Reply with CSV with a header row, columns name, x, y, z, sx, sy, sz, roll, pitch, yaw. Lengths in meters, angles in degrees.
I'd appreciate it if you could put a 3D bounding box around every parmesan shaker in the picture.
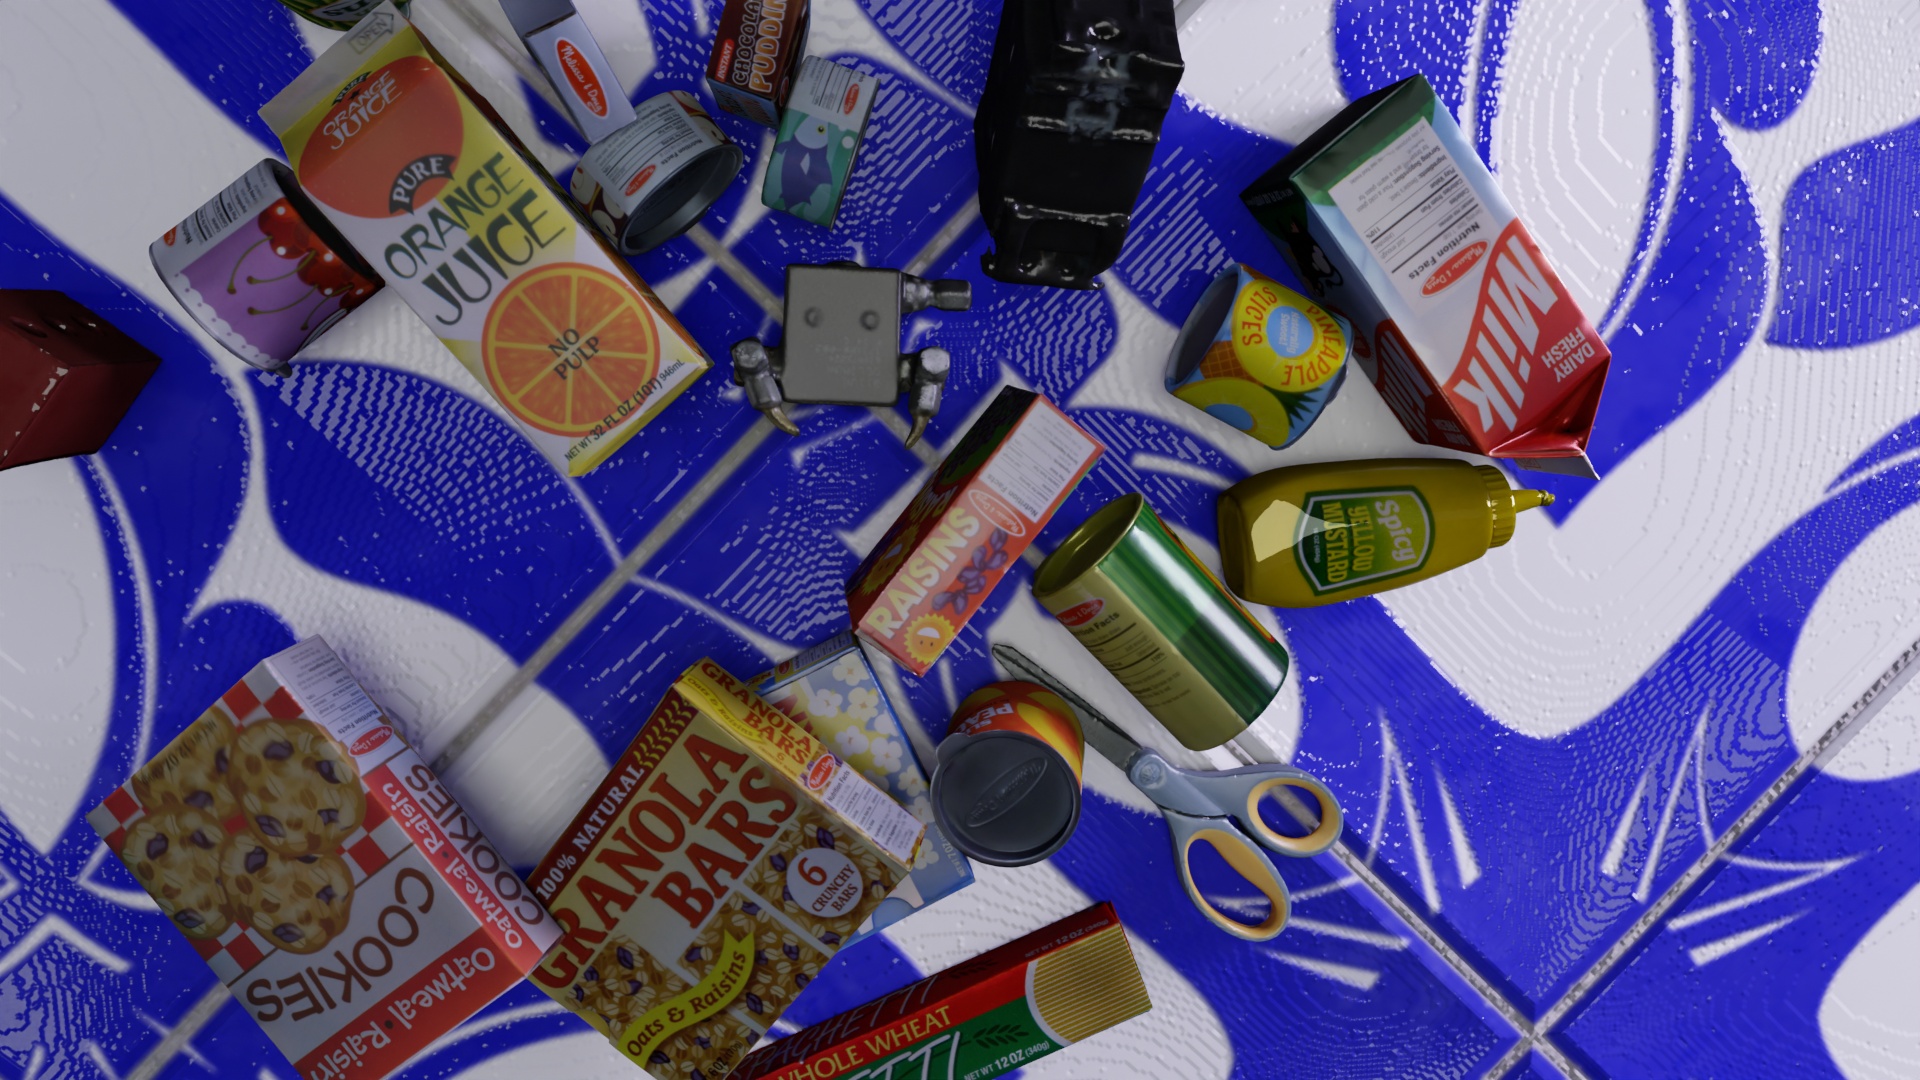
name,x,y,z,sx,sy,sz,roll,pitch,yaw
parmesan shaker,0.090,0.038,0.631,0.071,0.071,0.103,-45,101,1

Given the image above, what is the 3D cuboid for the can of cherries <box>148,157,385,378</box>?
name,x,y,z,sx,sy,sz,roll,pitch,yaw
can of cherries,-0.279,-0.110,0.567,0.058,0.071,0.071,-38,101,-1

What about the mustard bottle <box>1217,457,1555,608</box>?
name,x,y,z,sx,sy,sz,roll,pitch,yaw
mustard bottle,0.202,-0.010,0.644,0.160,0.049,0.065,-10,102,-5

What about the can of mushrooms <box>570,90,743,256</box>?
name,x,y,z,sx,sy,sz,roll,pitch,yaw
can of mushrooms,-0.126,-0.151,0.577,0.071,0.071,0.033,-42,90,1

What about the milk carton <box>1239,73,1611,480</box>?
name,x,y,z,sx,sy,sz,roll,pitch,yaw
milk carton,0.216,-0.104,0.621,0.073,0.072,0.190,-39,99,0

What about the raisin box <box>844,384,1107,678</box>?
name,x,y,z,sx,sy,sz,roll,pitch,yaw
raisin box,0.002,-0.008,0.602,0.040,0.086,0.123,38,92,-12

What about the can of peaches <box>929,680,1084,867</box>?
name,x,y,z,sx,sy,sz,roll,pitch,yaw
can of peaches,0.021,0.102,0.627,0.071,0.058,0.071,2,107,7

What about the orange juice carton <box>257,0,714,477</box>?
name,x,y,z,sx,sy,sz,roll,pitch,yaw
orange juice carton,-0.193,-0.122,0.570,0.072,0.073,0.192,-41,100,1

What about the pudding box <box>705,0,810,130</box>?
name,x,y,z,sx,sy,sz,roll,pitch,yaw
pudding box,-0.081,-0.200,0.566,0.030,0.084,0.049,17,97,-8

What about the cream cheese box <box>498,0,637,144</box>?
name,x,y,z,sx,sy,sz,roll,pitch,yaw
cream cheese box,-0.163,-0.206,0.543,0.024,0.053,0.104,-29,56,-4

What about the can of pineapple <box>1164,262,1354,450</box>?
name,x,y,z,sx,sy,sz,roll,pitch,yaw
can of pineapple,0.132,-0.082,0.615,0.058,0.071,0.071,26,95,-9

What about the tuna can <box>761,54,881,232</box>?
name,x,y,z,sx,sy,sz,roll,pitch,yaw
tuna can,-0.059,-0.165,0.584,0.033,0.071,0.071,18,96,-8

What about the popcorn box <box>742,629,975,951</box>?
name,x,y,z,sx,sy,sz,roll,pitch,yaw
popcorn box,-0.059,0.116,0.637,0.085,0.038,0.126,-26,100,-3

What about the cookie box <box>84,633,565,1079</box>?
name,x,y,z,sx,sy,sz,roll,pitch,yaw
cookie box,-0.268,0.143,0.591,0.122,0.040,0.167,-37,94,16

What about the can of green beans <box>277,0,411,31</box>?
name,x,y,z,sx,sy,sz,roll,pitch,yaw
can of green beans,-0.255,-0.243,0.553,0.071,0.058,0.071,-1,99,-7

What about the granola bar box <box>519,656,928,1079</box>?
name,x,y,z,sx,sy,sz,roll,pitch,yaw
granola bar box,-0.113,0.151,0.603,0.124,0.039,0.165,38,109,-1

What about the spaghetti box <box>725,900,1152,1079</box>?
name,x,y,z,sx,sy,sz,roll,pitch,yaw
spaghetti box,-0.032,0.246,0.663,0.250,0.029,0.050,-22,99,-3
